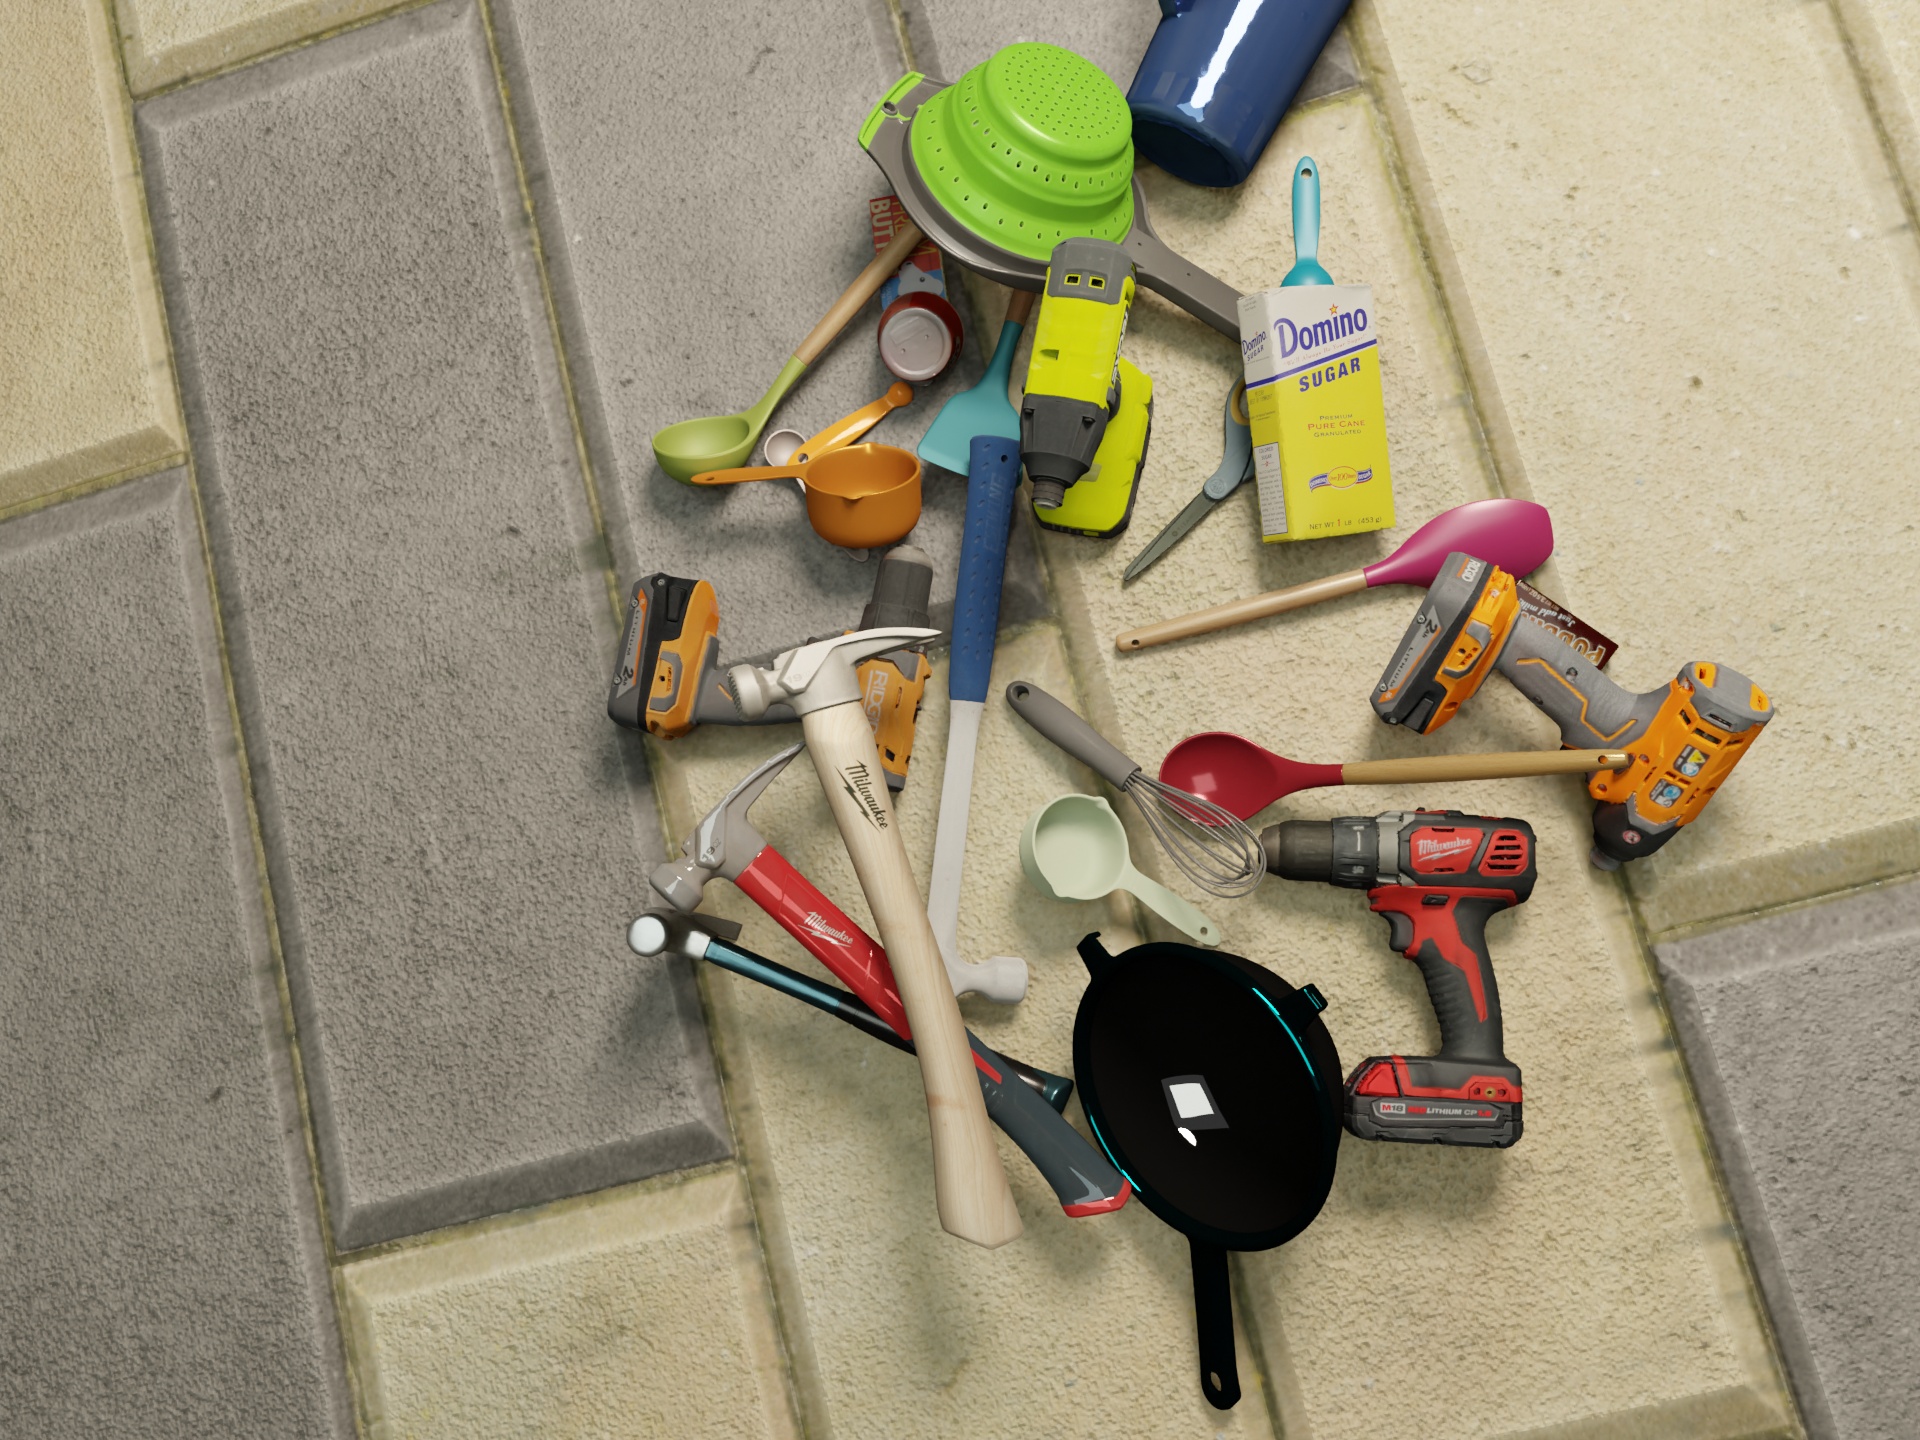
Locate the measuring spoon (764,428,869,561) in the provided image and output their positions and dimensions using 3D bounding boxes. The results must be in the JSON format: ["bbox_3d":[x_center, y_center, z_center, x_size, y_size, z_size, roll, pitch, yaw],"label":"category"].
[{"bbox_3d":[-0.110,-0.172,1.238,0.034,0.018,0.124,-35,85,-11],"label":"measuring spoon"}]

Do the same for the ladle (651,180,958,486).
[{"bbox_3d":[-0.113,-0.303,1.216,0.320,0.062,0.078,-47,39,5],"label":"ladle"}]

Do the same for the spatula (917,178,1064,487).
[{"bbox_3d":[0.052,-0.329,1.216,0.082,0.044,0.317,18,84,-2],"label":"spatula"}]

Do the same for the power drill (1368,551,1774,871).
[{"bbox_3d":[0.402,0.000,1.083,0.226,0.084,0.164,29,126,12],"label":"power drill"}]

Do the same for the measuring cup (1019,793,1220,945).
[{"bbox_3d":[0.114,0.118,1.143,0.167,0.038,0.083,34,64,-13],"label":"measuring cup"}]

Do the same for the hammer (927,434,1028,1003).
[{"bbox_3d":[-0.002,-0.004,1.147,0.144,0.035,0.405,7,87,-15],"label":"hammer"}]

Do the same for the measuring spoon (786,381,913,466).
[{"bbox_3d":[-0.086,-0.227,1.231,0.117,0.011,0.021,-35,82,-7],"label":"measuring spoon"}]

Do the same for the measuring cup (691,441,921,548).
[{"bbox_3d":[-0.114,-0.165,1.194,0.173,0.095,0.052,-1,124,7],"label":"measuring cup"}]

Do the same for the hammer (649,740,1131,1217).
[{"bbox_3d":[-0.022,0.187,1.085,0.386,0.038,0.143,43,77,-2],"label":"hammer"}]

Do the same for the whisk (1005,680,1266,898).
[{"bbox_3d":[0.120,0.044,1.143,0.239,0.055,0.055,39,90,25],"label":"whisk"}]

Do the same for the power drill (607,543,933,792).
[{"bbox_3d":[-0.133,-0.055,1.192,0.226,0.084,0.185,11,85,5],"label":"power drill"}]

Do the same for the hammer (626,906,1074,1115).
[{"bbox_3d":[-0.074,0.208,1.139,0.331,0.128,0.033,23,88,2],"label":"hammer"}]

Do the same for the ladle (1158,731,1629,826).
[{"bbox_3d":[0.290,0.034,1.096,0.315,0.031,0.069,-4,89,28],"label":"ladle"}]

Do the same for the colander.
[{"bbox_3d":[0.126,-0.370,1.139,0.397,0.094,0.205,30,54,-4],"label":"colander"}]

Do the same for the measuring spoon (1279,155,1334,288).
[{"bbox_3d":[0.261,-0.367,1.198,0.042,0.021,0.129,0,84,9],"label":"measuring spoon"}]

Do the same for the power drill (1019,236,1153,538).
[{"bbox_3d":[0.083,-0.209,1.103,0.080,0.223,0.171,10,84,10],"label":"power drill"}]

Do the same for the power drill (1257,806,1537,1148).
[{"bbox_3d":[0.299,0.172,1.097,0.188,0.080,0.227,1,80,9],"label":"power drill"}]

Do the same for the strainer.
[{"bbox_3d":[0.189,0.301,1.087,0.211,0.095,0.340,7,108,45],"label":"strainer"}]

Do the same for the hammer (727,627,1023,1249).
[{"bbox_3d":[-0.027,0.141,1.054,0.146,0.038,0.411,-16,85,-15],"label":"hammer"}]

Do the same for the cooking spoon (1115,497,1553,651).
[{"bbox_3d":[0.268,-0.096,1.156,0.319,0.017,0.068,-14,113,11],"label":"cooking spoon"}]
